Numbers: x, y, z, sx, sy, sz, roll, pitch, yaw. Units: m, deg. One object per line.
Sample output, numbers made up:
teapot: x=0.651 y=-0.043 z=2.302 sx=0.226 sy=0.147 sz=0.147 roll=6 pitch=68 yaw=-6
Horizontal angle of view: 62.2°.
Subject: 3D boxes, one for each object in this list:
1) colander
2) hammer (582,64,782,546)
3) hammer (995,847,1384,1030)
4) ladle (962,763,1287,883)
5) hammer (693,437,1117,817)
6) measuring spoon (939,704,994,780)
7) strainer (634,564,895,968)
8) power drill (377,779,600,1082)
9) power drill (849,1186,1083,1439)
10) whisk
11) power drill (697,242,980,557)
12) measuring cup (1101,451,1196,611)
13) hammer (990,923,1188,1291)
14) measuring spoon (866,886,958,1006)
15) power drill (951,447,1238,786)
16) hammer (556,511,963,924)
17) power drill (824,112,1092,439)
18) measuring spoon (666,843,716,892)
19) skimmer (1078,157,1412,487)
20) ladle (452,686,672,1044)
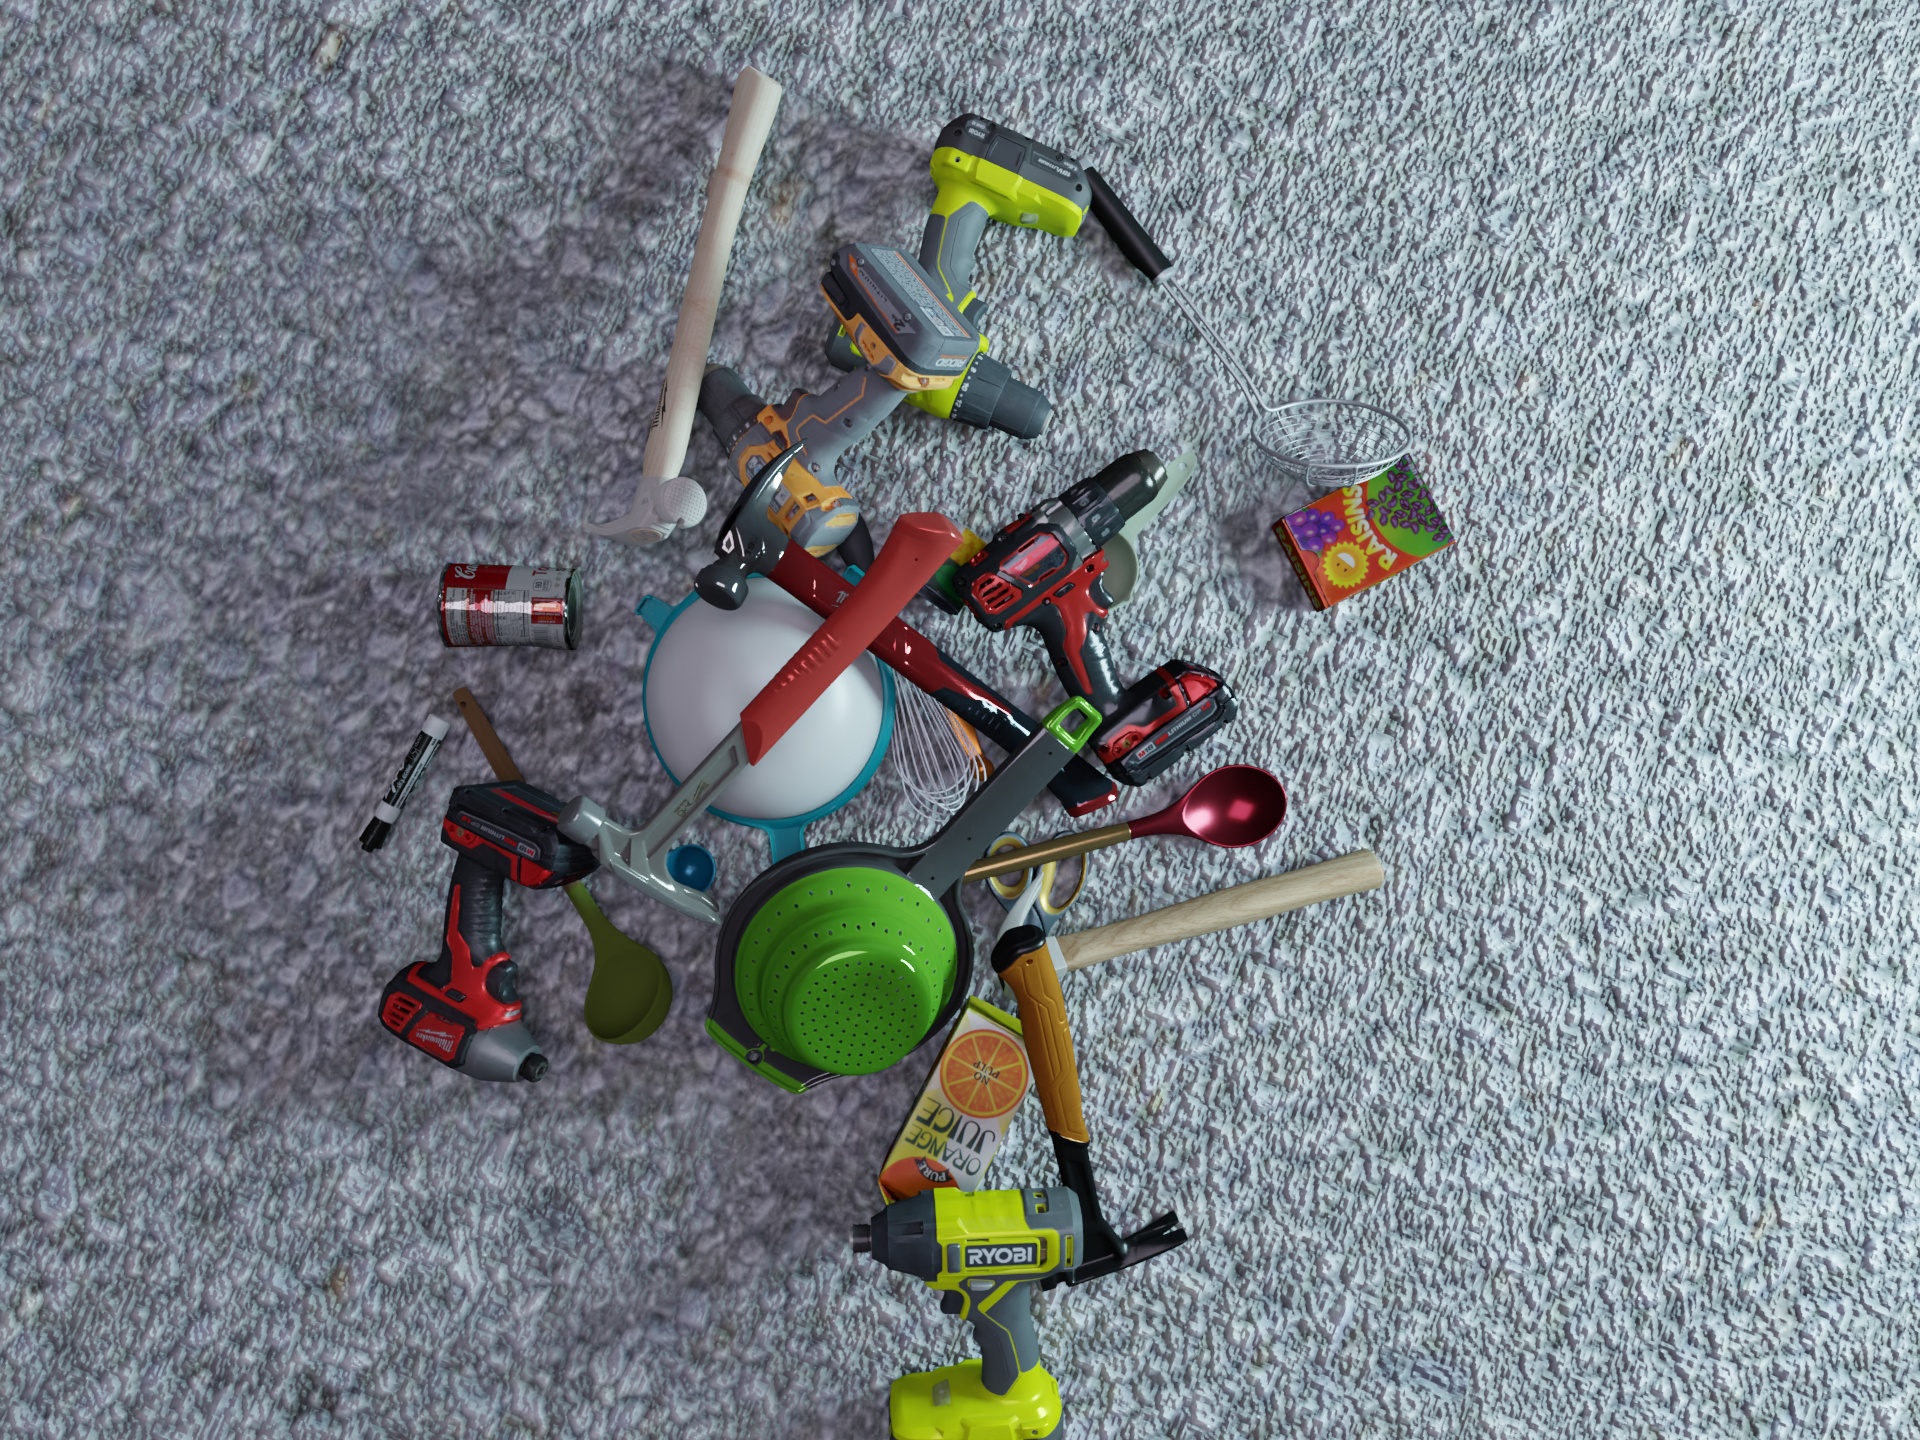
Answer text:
colander: x=-0.028 y=0.143 z=1.208 sx=0.204 sy=0.095 sz=0.397 roll=40 pitch=97 yaw=-20
hammer: x=-0.215 y=-0.338 z=1.287 sx=0.038 sy=0.146 sz=0.411 roll=21 pitch=74 yaw=-36
hammer: x=0.185 y=0.156 z=1.272 sx=0.331 sy=0.031 sz=0.130 roll=-14 pitch=59 yaw=-14
ladle: x=0.112 y=0.097 z=1.289 sx=0.315 sy=0.031 sz=0.069 roll=-13 pitch=93 yaw=-8
hammer: x=-0.018 y=-0.053 z=1.231 sx=0.386 sy=0.038 sz=0.143 roll=36 pitch=65 yaw=-24
measuring spoon: x=-0.002 y=-0.004 z=1.310 sx=0.021 sy=0.011 sz=0.117 roll=-24 pitch=88 yaw=-4
strainer: x=-0.154 y=0.049 z=1.239 sx=0.211 sy=0.095 sz=0.340 roll=-7 pitch=92 yaw=11
power drill: x=-0.354 y=0.168 z=1.222 sx=0.143 sy=0.078 sz=0.219 roll=24 pitch=99 yaw=19
power drill: x=0.003 y=0.459 z=1.209 sx=0.171 sy=0.080 sz=0.223 roll=-2 pitch=109 yaw=-3
whisk: x=-0.050 y=-0.053 z=1.292 sx=0.070 sy=0.070 sz=0.285 roll=-20 pitch=83 yaw=-4
power drill: x=-0.110 y=-0.266 z=1.242 sx=0.185 sy=0.084 sz=0.226 roll=52 pitch=123 yaw=16
measuring cup: x=0.136 y=-0.156 z=1.315 sx=0.083 sy=0.038 sz=0.167 roll=42 pitch=84 yaw=0
hammer: x=0.086 y=0.293 z=1.205 sx=0.127 sy=0.034 sz=0.336 roll=-17 pitch=118 yaw=-5
measuring spoon: x=-0.041 y=0.185 z=1.293 sx=0.034 sy=0.018 sz=0.124 roll=-40 pitch=90 yaw=-5
power drill: x=0.127 y=-0.083 z=1.255 sx=0.188 sy=0.080 sz=0.226 roll=-37 pitch=103 yaw=3
hammer: x=-0.124 y=-0.007 z=1.154 sx=0.149 sy=0.037 sz=0.359 roll=38 pitch=104 yaw=-28
power drill: x=0.018 y=-0.355 z=1.302 sx=0.190 sy=0.080 sz=0.228 roll=24 pitch=89 yaw=0
measuring spoon: x=-0.258 y=0.109 z=1.292 sx=0.128 sy=0.021 sz=0.042 roll=15 pitch=89 yaw=7
skimmer: x=0.221 y=-0.335 z=1.303 sx=0.127 sy=0.090 sz=0.363 roll=-35 pitch=85 yaw=-37
ladle: x=-0.327 y=0.112 z=1.267 sx=0.078 sy=0.062 sz=0.320 roll=-32 pitch=86 yaw=12
